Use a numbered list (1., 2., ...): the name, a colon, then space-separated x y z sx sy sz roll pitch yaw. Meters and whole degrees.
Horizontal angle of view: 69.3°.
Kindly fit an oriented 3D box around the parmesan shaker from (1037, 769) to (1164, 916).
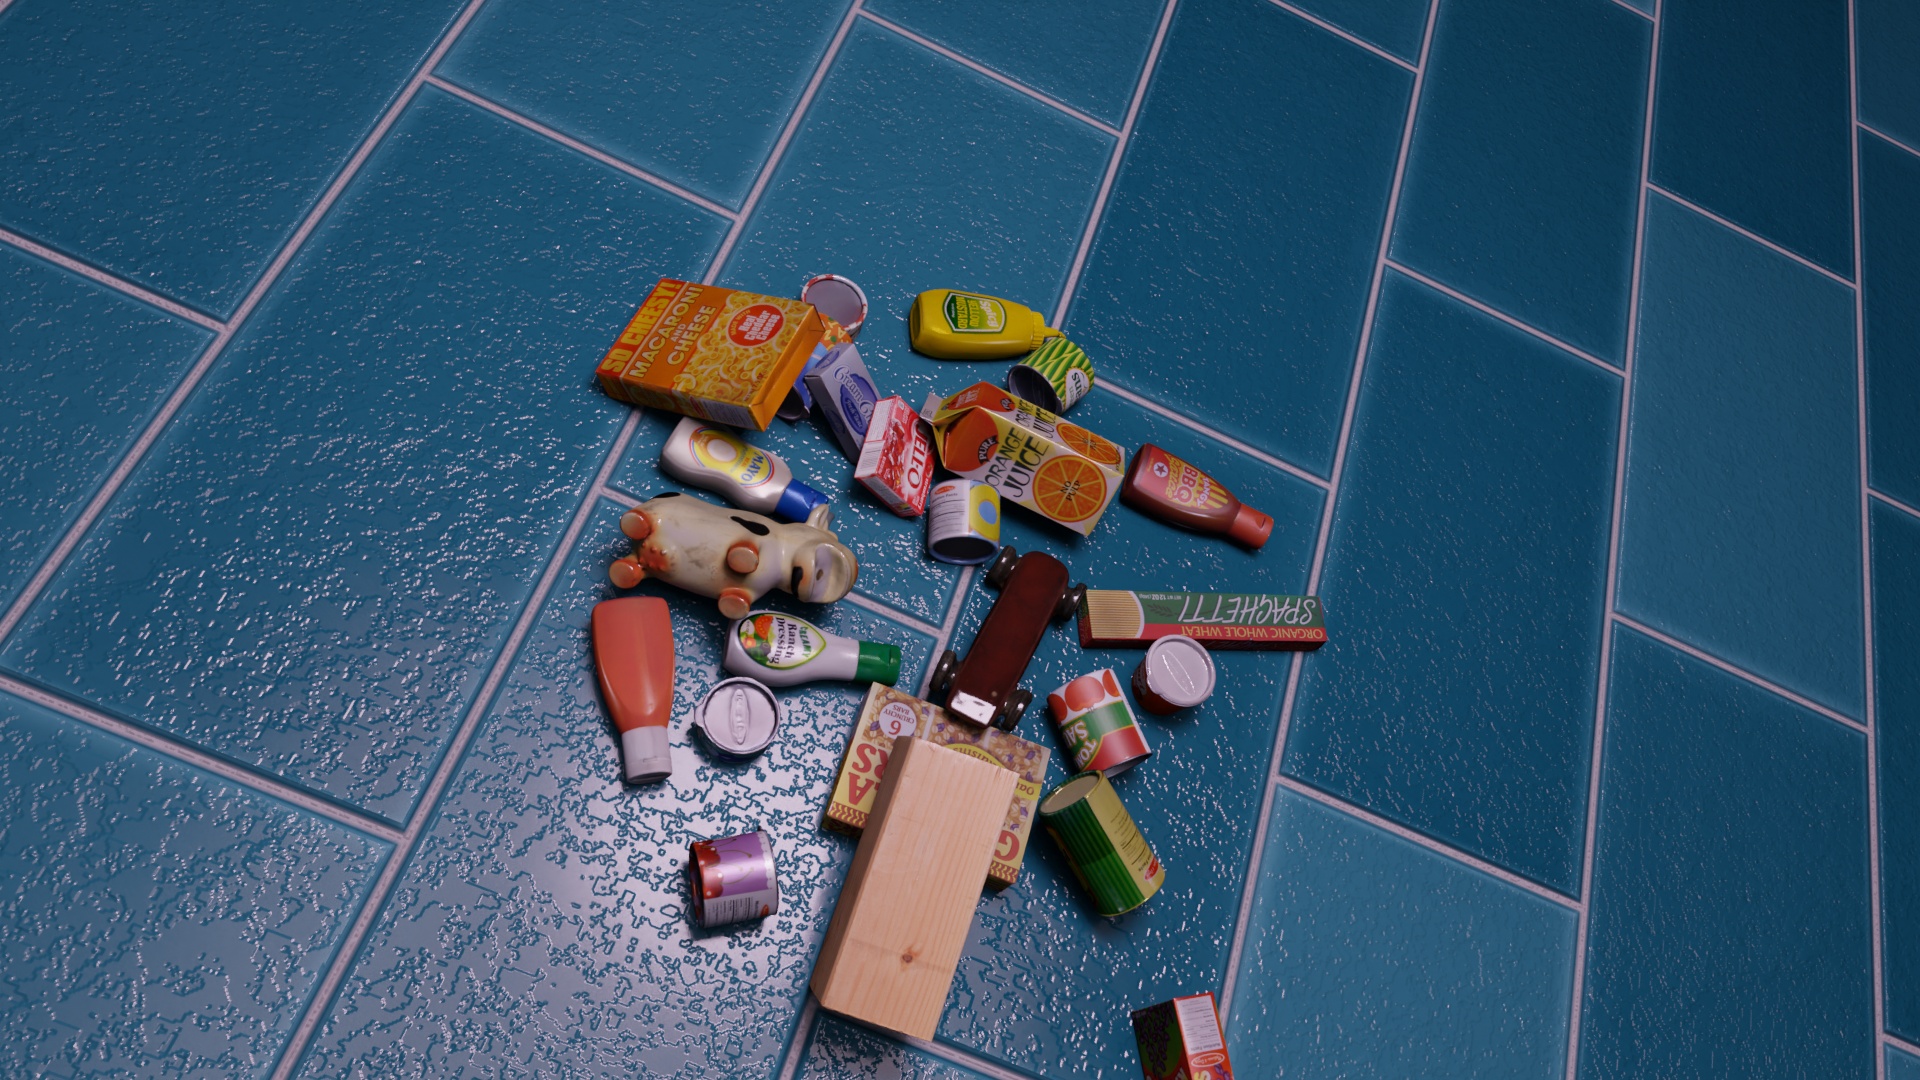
1. parmesan shaker: 0.117 0.251 1.161 0.071 0.071 0.103 -35 98 -29

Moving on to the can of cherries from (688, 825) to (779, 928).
1. can of cherries: -0.177 0.260 1.077 0.058 0.071 0.071 -6 67 -19

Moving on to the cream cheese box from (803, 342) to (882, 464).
1. cream cheese box: -0.100 -0.126 1.279 0.053 0.024 0.103 -51 130 -32

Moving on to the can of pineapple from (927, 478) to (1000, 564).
1. can of pineapple: 0.005 -0.016 1.270 0.071 0.070 0.058 8 64 -14

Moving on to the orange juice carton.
1. orange juice carton: 0.053 -0.086 1.301 0.193 0.072 0.072 25 26 -5

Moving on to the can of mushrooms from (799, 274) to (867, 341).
1. can of mushrooms: -0.126 -0.221 1.345 0.071 0.033 0.071 8 63 -15

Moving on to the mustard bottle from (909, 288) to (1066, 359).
1. mustard bottle: 0.031 -0.213 1.383 0.160 0.048 0.065 1 67 -17

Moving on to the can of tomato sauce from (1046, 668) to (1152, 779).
1. can of tomato sauce: 0.120 0.164 1.219 0.071 0.071 0.083 -16 70 -24

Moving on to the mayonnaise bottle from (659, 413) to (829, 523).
1. mayonnaise bottle: -0.190 -0.058 1.240 0.148 0.041 0.065 28 59 -3

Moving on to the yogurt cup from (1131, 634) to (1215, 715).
1. yogurt cup: 0.191 0.126 1.268 0.072 0.053 0.072 7 63 -15

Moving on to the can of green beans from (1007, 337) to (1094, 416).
1. can of green beans: 0.089 -0.158 1.366 0.071 0.071 0.058 47 60 7

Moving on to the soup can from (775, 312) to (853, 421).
1. soup can: -0.145 -0.161 1.291 0.071 0.071 0.084 38 60 2

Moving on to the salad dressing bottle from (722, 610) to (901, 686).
1. salad dressing bottle: -0.126 0.097 1.184 0.148 0.043 0.064 9 55 -14

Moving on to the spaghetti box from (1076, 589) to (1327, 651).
1. spaghetti box: 0.232 0.076 1.320 0.250 0.028 0.050 2 65 -17

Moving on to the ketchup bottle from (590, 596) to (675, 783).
1. ketchup bottle: -0.261 0.121 1.129 0.065 0.043 0.149 -4 67 -20

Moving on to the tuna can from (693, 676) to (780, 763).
1. tuna can: -0.186 0.149 1.146 0.071 0.032 0.071 7 63 -15

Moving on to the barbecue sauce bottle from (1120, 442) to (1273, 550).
1. barbecue sauce bottle: 0.234 -0.038 1.368 0.148 0.043 0.065 26 59 -5

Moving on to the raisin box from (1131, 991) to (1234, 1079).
1. raisin box: 0.181 0.428 1.100 0.040 0.085 0.124 -2 66 -21

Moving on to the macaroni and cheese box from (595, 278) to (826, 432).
1. macaroni and cheese box: -0.223 -0.168 1.240 0.166 0.040 0.124 14 59 23

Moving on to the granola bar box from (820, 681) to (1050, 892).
1. granola bar box: -0.020 0.207 1.168 0.165 0.039 0.125 22 61 -7
